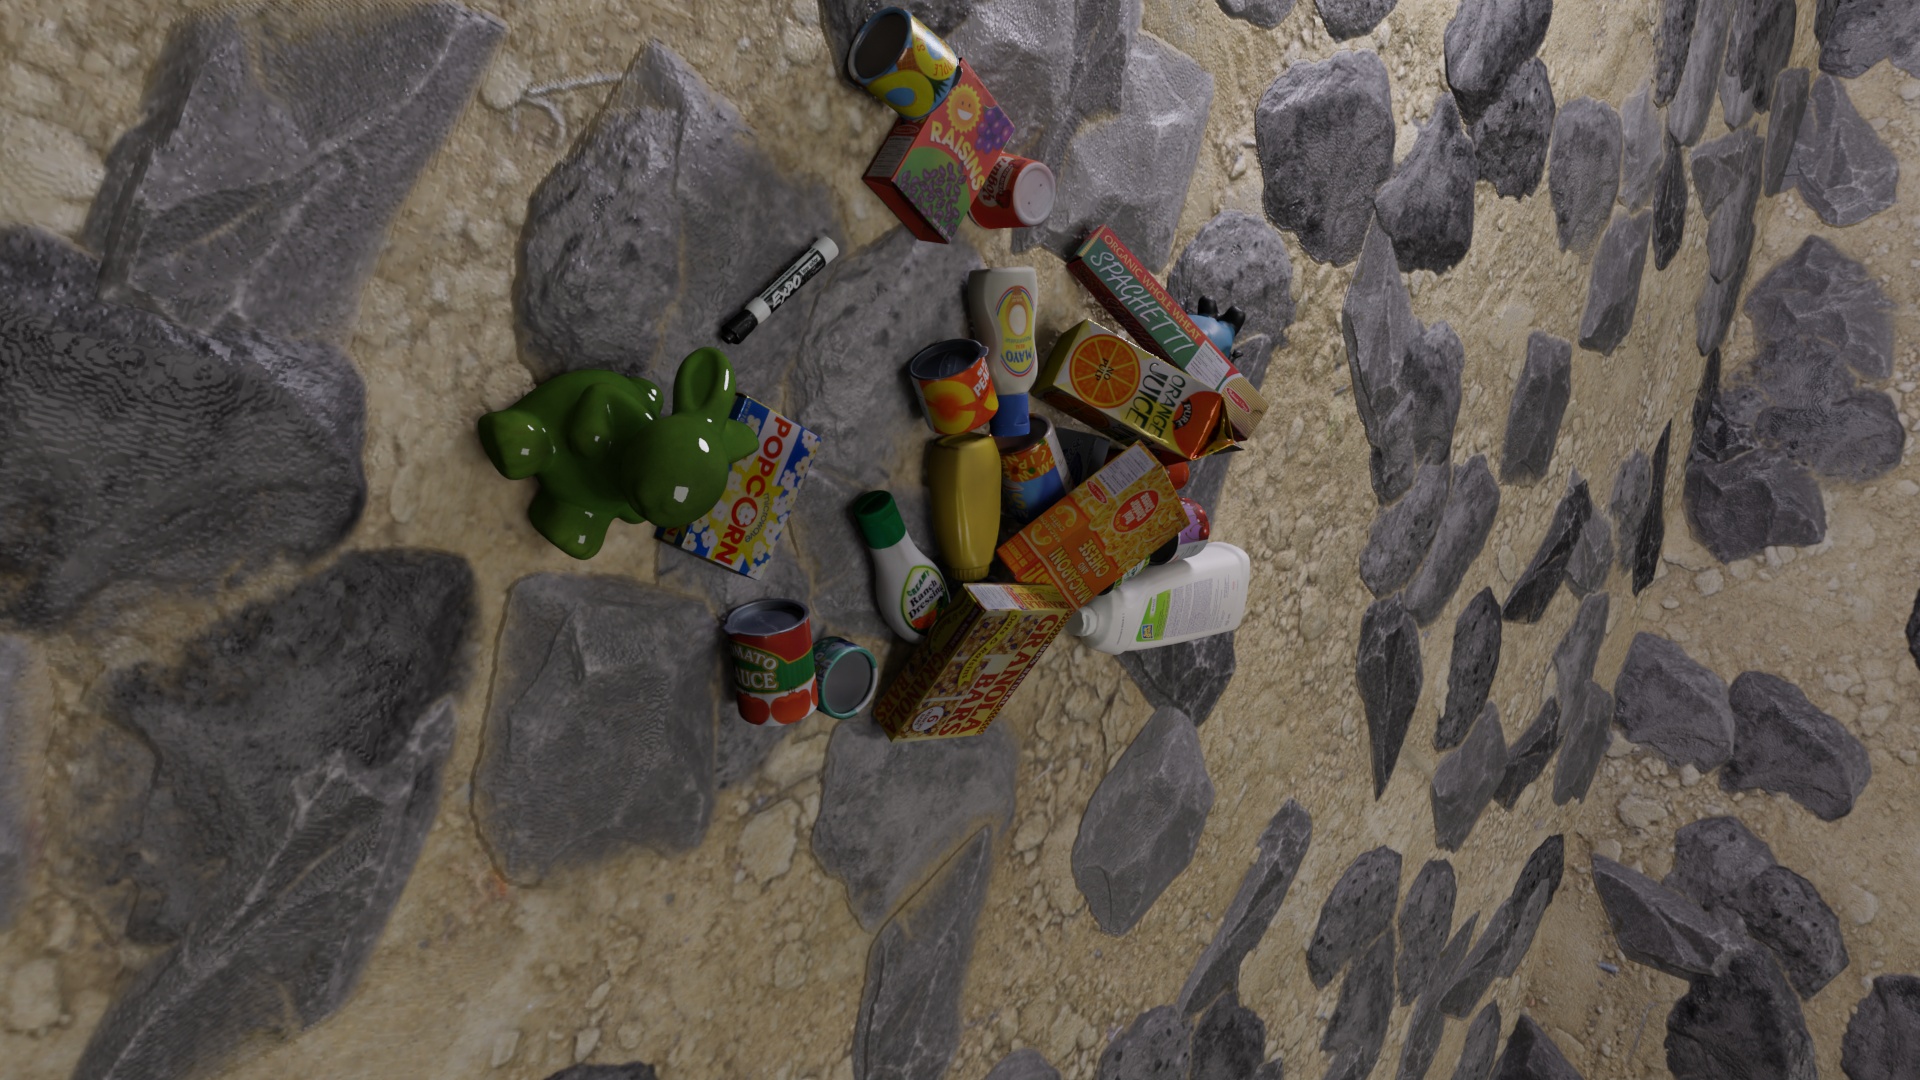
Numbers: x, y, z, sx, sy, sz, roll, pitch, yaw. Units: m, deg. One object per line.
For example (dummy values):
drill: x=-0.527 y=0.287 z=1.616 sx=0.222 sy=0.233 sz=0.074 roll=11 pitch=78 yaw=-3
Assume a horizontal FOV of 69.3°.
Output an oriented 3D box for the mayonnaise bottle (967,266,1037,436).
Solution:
mayonnaise bottle: x=0.041 y=-0.167 z=1.235 sx=0.065 sy=0.041 sz=0.147 roll=-12 pitch=103 yaw=-38

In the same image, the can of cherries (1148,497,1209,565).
can of cherries: x=0.219 y=-0.013 z=1.467 sx=0.058 sy=0.071 sz=0.071 roll=-11 pitch=111 yaw=-44

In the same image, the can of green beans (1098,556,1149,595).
can of green beans: x=0.149 y=0.014 z=1.400 sx=0.058 sy=0.071 sz=0.071 roll=-29 pitch=122 yaw=-37

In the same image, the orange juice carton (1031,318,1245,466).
orange juice carton: x=0.173 y=-0.127 z=1.305 sx=0.193 sy=0.071 sz=0.073 roll=27 pitch=81 yaw=-11

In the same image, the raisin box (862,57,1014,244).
raisin box: x=-0.016 y=-0.320 z=1.142 sx=0.086 sy=0.040 sz=0.123 roll=41 pitch=72 yaw=-44

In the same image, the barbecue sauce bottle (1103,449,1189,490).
barbecue sauce bottle: x=0.178 y=-0.063 z=1.422 sx=0.149 sy=0.044 sz=0.064 roll=-9 pitch=109 yaw=-45

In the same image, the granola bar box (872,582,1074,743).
granola bar box: x=0.012 y=0.110 z=1.255 sx=0.124 sy=0.039 sz=0.164 roll=3 pitch=129 yaw=-47

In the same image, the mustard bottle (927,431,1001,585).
mustard bottle: x=0.004 y=-0.016 z=1.253 sx=0.065 sy=0.049 sz=0.159 roll=-21 pitch=118 yaw=-43

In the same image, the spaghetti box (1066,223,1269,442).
spaghetti box: x=0.201 y=-0.197 z=1.338 sx=0.249 sy=0.028 sz=0.050 roll=44 pitch=66 yaw=-16

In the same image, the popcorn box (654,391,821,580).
popcorn box: x=-0.170 y=-0.042 z=1.071 sx=0.085 sy=0.038 sz=0.127 roll=29 pitch=81 yaw=-47

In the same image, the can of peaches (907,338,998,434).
can of peaches: x=-0.003 y=-0.132 z=1.192 sx=0.071 sy=0.071 sz=0.057 roll=-41 pitch=130 yaw=-30

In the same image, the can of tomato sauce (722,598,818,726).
can of tomato sauce: x=-0.152 y=0.098 z=1.114 sx=0.071 sy=0.071 sz=0.082 roll=-24 pitch=120 yaw=-39

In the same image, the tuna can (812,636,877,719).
tuna can: x=-0.106 y=0.117 z=1.192 sx=0.071 sy=0.033 sz=0.070 roll=-18 pitch=115 yaw=-42

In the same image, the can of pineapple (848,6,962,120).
can of pineapple: x=-0.043 y=-0.370 z=1.075 sx=0.058 sy=0.071 sz=0.071 roll=24 pitch=85 yaw=-47

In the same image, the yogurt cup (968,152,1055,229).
yogurt cup: x=0.045 y=-0.301 z=1.200 sx=0.073 sy=0.054 sz=0.072 roll=-18 pitch=116 yaw=-42

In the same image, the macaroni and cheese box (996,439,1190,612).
macaroni and cheese box: x=0.126 y=-0.004 z=1.297 sx=0.166 sy=0.040 sz=0.123 roll=-37 pitch=146 yaw=1

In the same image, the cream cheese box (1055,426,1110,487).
cream cheese box: x=0.105 y=-0.055 z=1.342 sx=0.024 sy=0.053 sz=0.103 roll=14 pitch=92 yaw=-47

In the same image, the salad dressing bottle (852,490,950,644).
salad dressing bottle: x=-0.052 y=0.024 z=1.210 sx=0.064 sy=0.044 sz=0.147 roll=-43 pitch=129 yaw=-27

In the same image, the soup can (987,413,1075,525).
soup can: x=0.063 y=-0.065 z=1.288 sx=0.071 sy=0.071 sz=0.083 roll=-44 pitch=130 yaw=-27
